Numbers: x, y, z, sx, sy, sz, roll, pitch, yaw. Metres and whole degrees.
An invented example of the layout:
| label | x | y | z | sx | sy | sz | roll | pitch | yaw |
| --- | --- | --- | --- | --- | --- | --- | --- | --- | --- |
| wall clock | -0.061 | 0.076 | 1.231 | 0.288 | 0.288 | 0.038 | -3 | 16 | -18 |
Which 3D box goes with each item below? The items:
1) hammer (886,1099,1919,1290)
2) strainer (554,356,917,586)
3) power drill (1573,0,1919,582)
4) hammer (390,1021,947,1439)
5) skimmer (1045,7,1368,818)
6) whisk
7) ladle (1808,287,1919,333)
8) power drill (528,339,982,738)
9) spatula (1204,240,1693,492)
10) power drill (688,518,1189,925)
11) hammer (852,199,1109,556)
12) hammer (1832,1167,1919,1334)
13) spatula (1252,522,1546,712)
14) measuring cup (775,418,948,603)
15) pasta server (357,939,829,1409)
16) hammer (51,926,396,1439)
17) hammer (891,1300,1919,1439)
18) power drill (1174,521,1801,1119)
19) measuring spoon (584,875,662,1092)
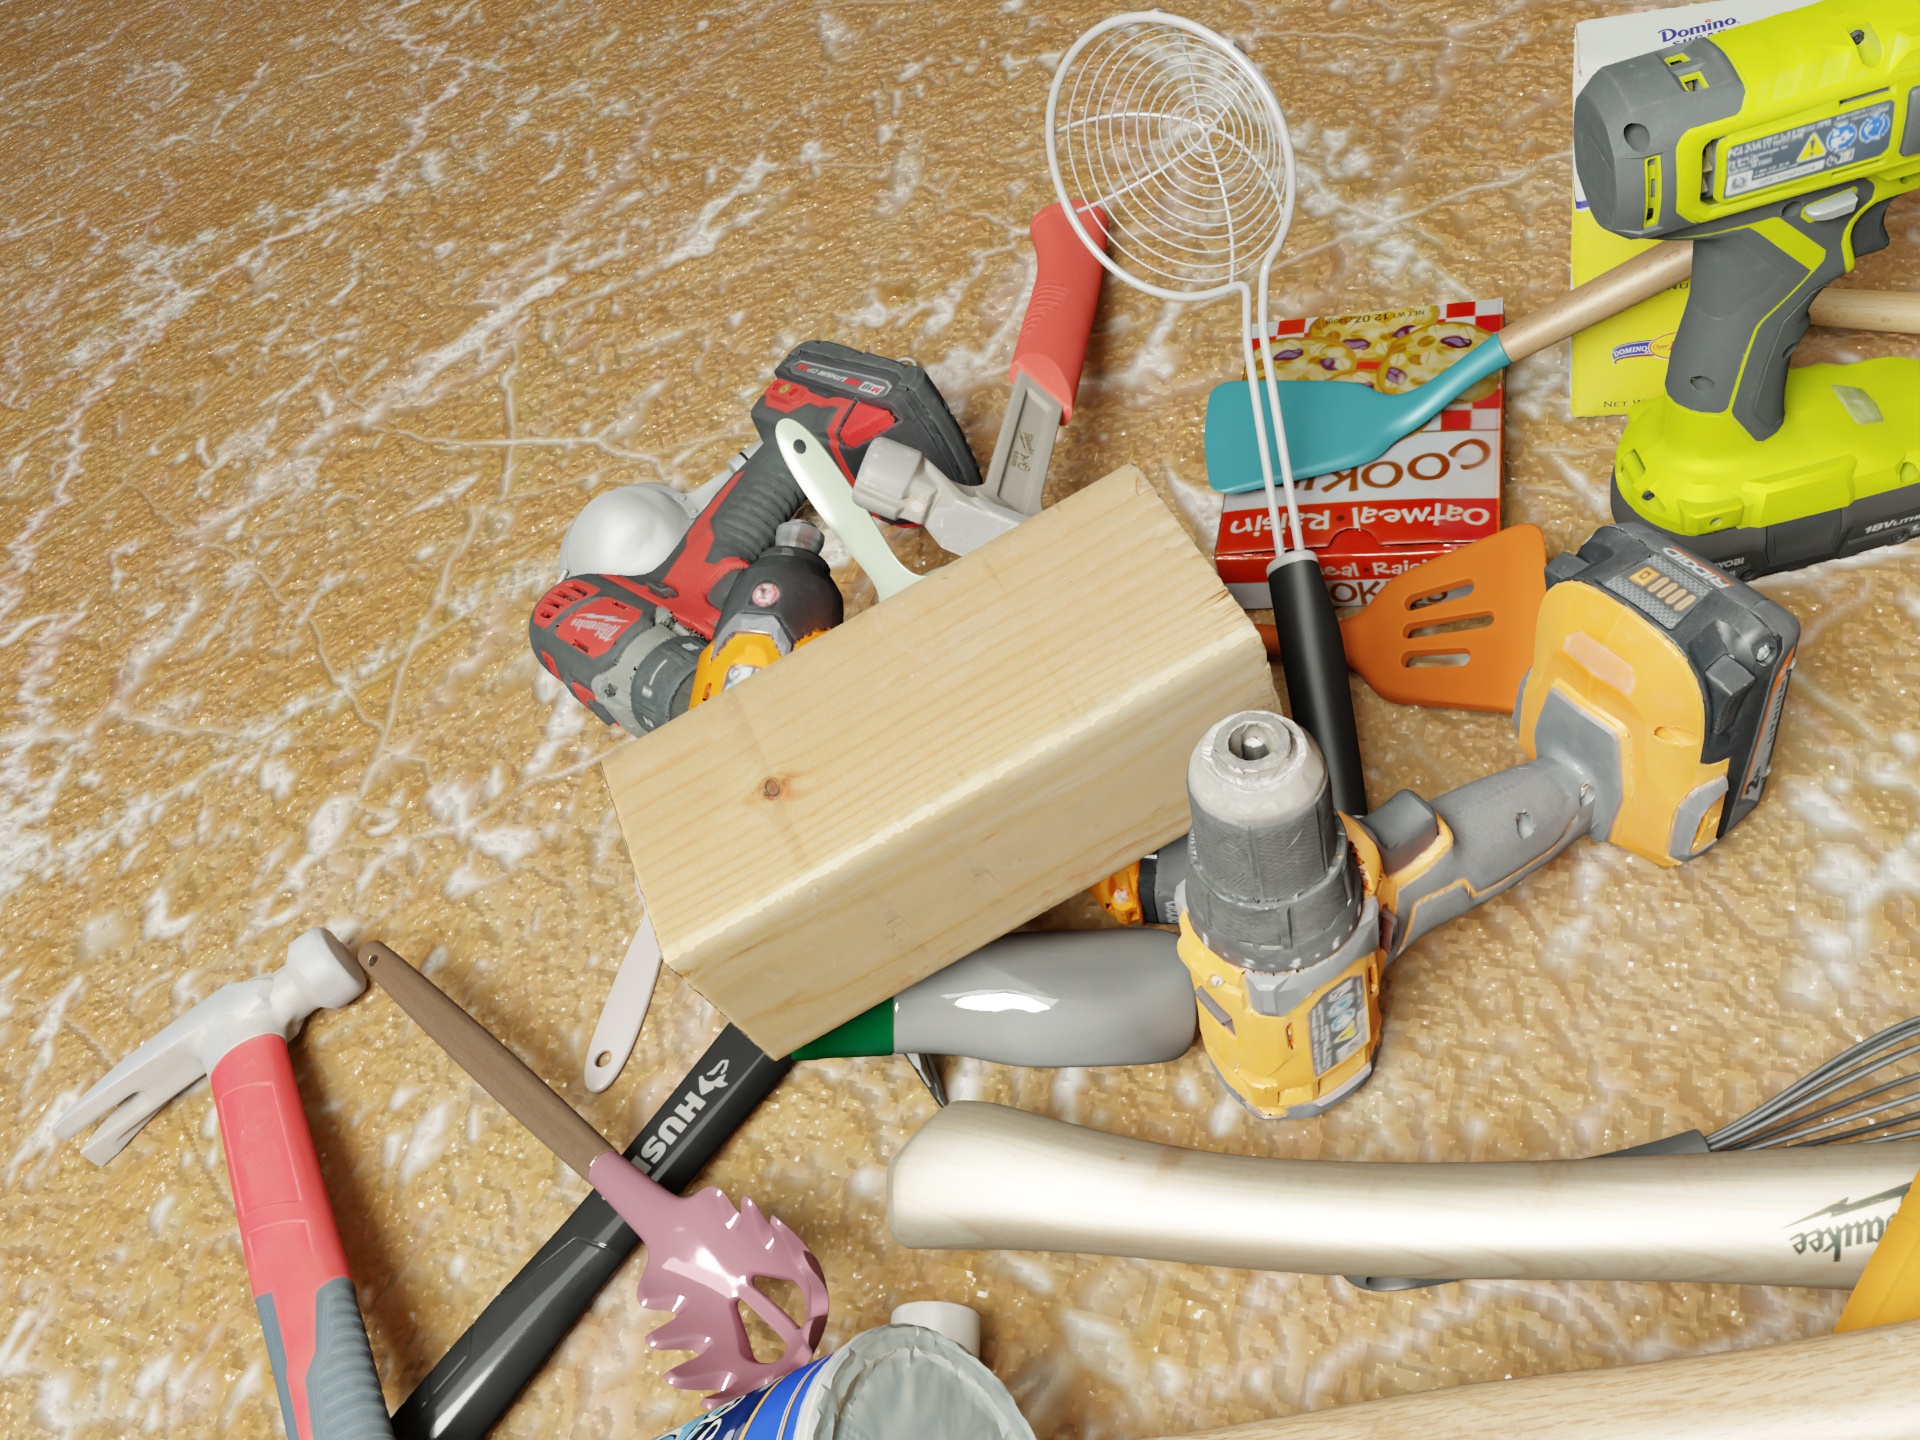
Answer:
| label | x | y | z | sx | sy | sz | roll | pitch | yaw |
| --- | --- | --- | --- | --- | --- | --- | --- | --- | --- |
| hammer | 0.168 | 0.160 | 0.479 | 0.411 | 0.038 | 0.146 | -6 | 69 | 22 |
| strainer | -0.130 | -0.137 | 0.887 | 0.258 | 0.050 | 0.087 | -35 | 63 | -14 |
| power drill | 0.327 | -0.163 | 0.600 | 0.171 | 0.223 | 0.080 | -14 | 48 | 10 |
| hammer | -0.145 | 0.211 | 0.597 | 0.146 | 0.035 | 0.335 | 24 | 63 | 36 |
| skimmer | 0.107 | -0.124 | 0.667 | 0.127 | 0.090 | 0.363 | -32 | 59 | 54 |
| whisk | 0.235 | 0.142 | 0.502 | 0.239 | 0.055 | 0.055 | -20 | 47 | 12 |
| ladle | 0.465 | -0.174 | 0.692 | 0.315 | 0.031 | 0.069 | 15 | 58 | 33 |
| power drill | -0.091 | -0.077 | 0.787 | 0.227 | 0.080 | 0.188 | -47 | 44 | -16 |
| spatula | 0.250 | -0.177 | 0.670 | 0.317 | 0.044 | 0.082 | -25 | 38 | 31 |
| power drill | -0.001 | -0.002 | 0.645 | 0.226 | 0.084 | 0.164 | 4 | 71 | 11 |
| hammer | 0.053 | -0.178 | 0.802 | 0.149 | 0.036 | 0.359 | 20 | 39 | -4 |
| hammer | 0.207 | 0.201 | 0.402 | 0.127 | 0.034 | 0.337 | 30 | 84 | 38 |
| spatula | 0.093 | -0.041 | 0.713 | 0.323 | 0.041 | 0.081 | 1 | 74 | 25 |
| measuring cup | -0.025 | -0.070 | 0.721 | 0.083 | 0.167 | 0.038 | -35 | 2 | 31 |
| pasta server | -0.155 | 0.153 | 0.602 | 0.316 | 0.040 | 0.060 | 26 | 76 | 39 |
| hammer | -0.256 | 0.223 | 0.589 | 0.143 | 0.038 | 0.387 | -37 | 38 | -10 |
| hammer | 0.106 | 0.205 | 0.432 | 0.331 | 0.031 | 0.130 | -23 | 45 | 31 |
| power drill | 0.169 | 0.023 | 0.535 | 0.226 | 0.185 | 0.084 | -32 | 49 | -11 |
| measuring spoon | -0.143 | 0.104 | 0.699 | 0.034 | 0.018 | 0.124 | -2 | 52 | 20 |
